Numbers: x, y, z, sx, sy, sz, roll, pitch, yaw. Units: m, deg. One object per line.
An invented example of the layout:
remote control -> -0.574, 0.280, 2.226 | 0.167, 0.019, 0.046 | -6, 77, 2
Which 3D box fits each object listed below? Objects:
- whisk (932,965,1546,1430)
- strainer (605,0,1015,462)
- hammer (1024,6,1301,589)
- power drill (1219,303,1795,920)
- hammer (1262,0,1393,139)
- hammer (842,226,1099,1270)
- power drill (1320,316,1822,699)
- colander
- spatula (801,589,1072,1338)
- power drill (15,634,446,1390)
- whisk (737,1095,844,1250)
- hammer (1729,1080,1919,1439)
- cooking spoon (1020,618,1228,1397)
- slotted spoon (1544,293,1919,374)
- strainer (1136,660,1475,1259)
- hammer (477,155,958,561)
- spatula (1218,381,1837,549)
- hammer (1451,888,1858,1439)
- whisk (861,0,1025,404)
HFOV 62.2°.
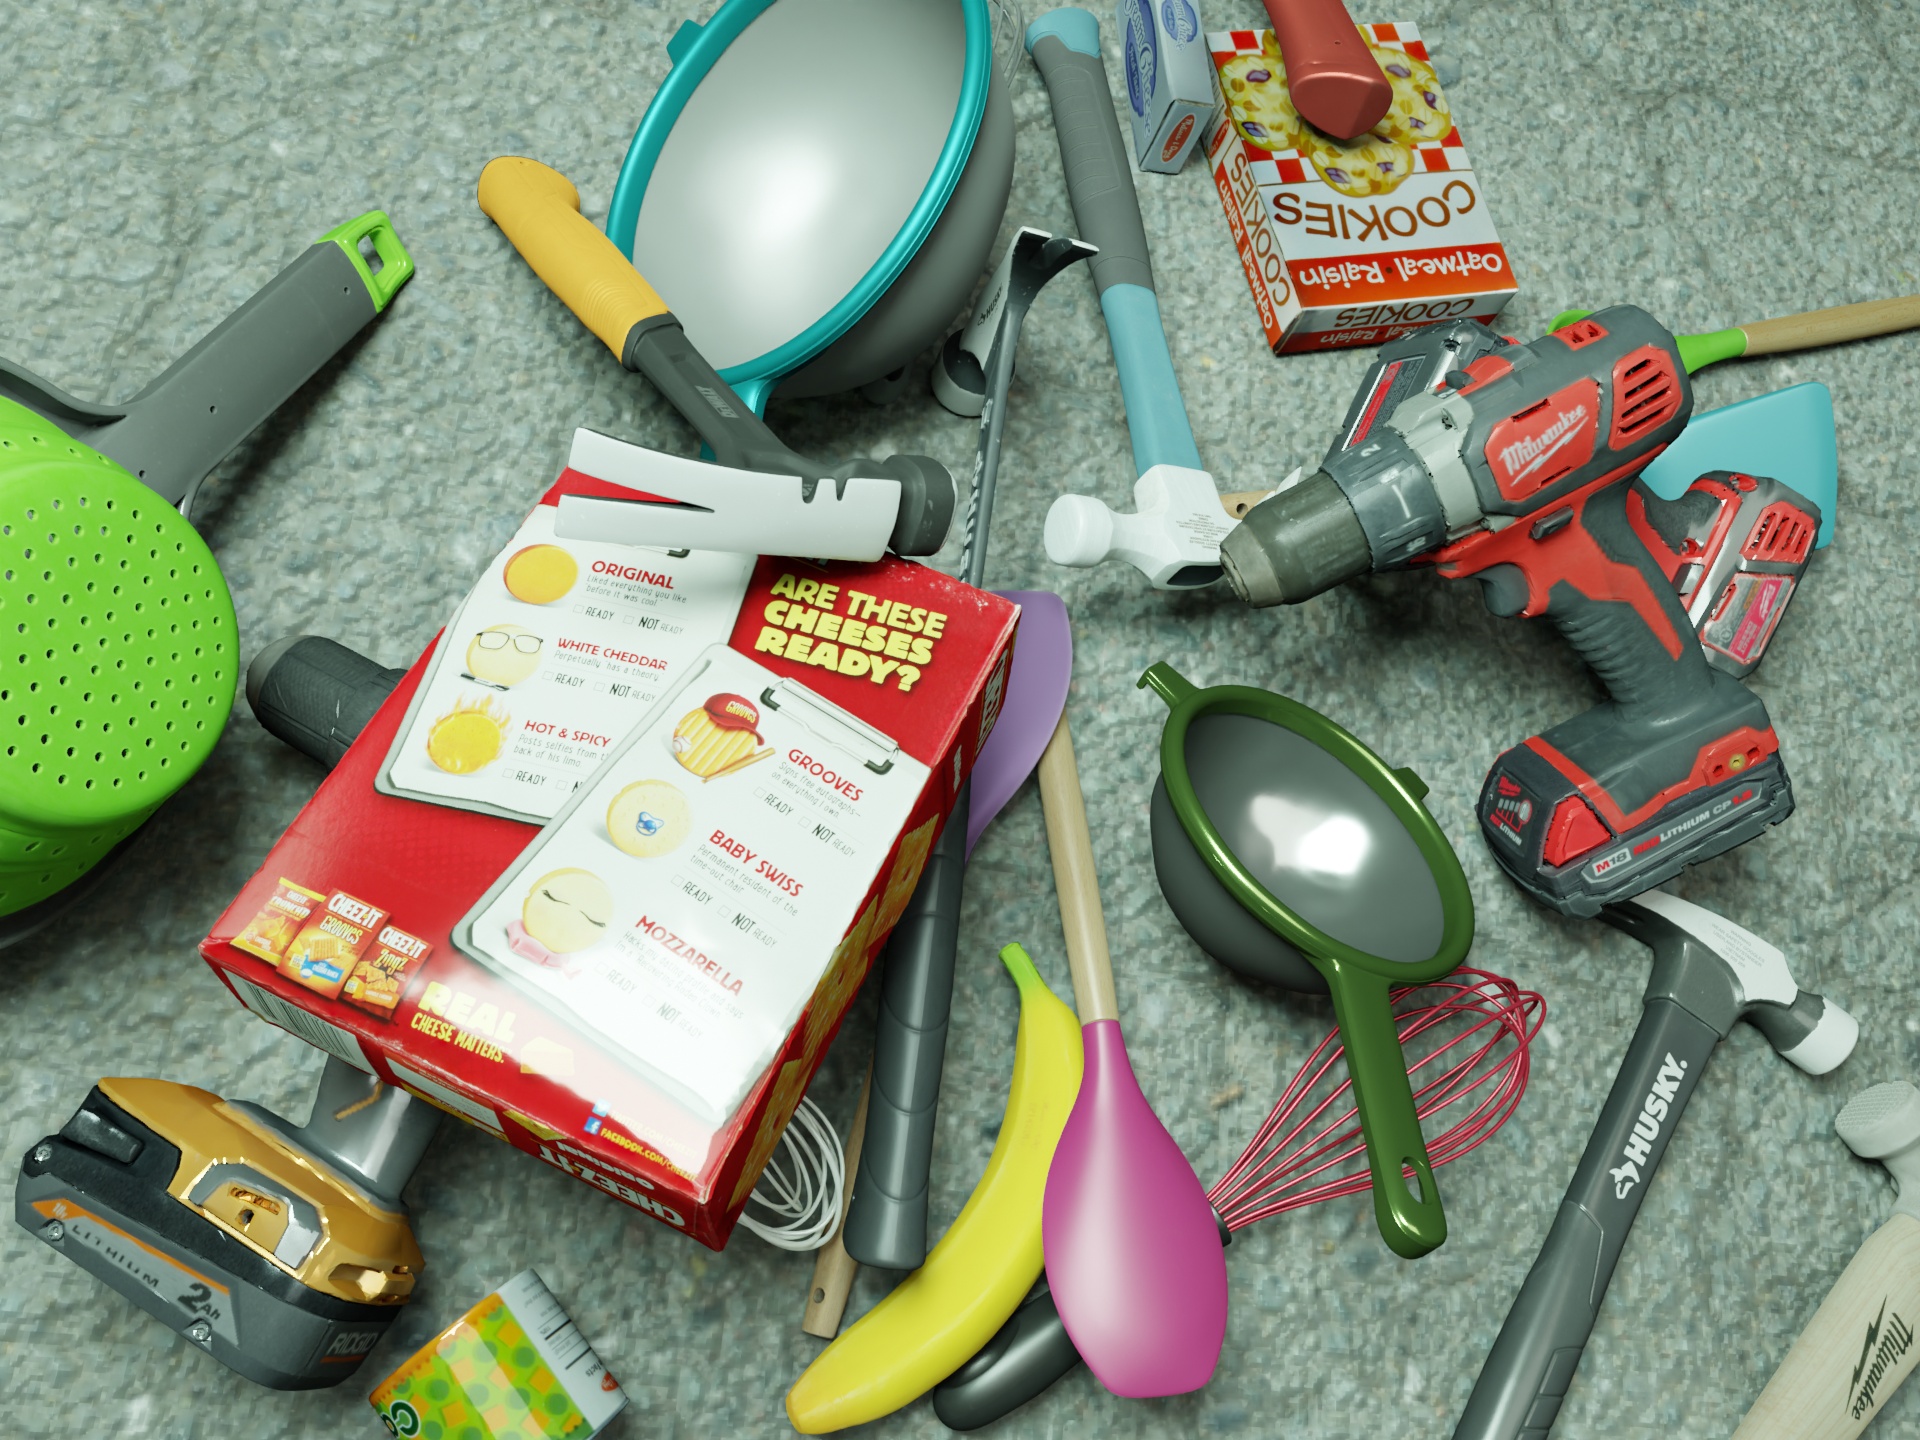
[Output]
whisk -> 0.114, 0.184, 0.624 | 0.296, 0.073, 0.073 | -30, 80, -15
strainer -> -0.059, -0.159, 0.667 | 0.095, 0.211, 0.340 | 23, 71, -49
hammer -> 0.074, -0.207, 0.739 | 0.128, 0.033, 0.331 | 6, 61, -28
power drill -> 0.225, -0.032, 0.651 | 0.188, 0.080, 0.226 | -27, 111, 3
hammer -> 0.149, -0.449, 0.836 | 0.149, 0.036, 0.359 | -12, 65, -16
hammer -> -0.001, -0.002, 0.617 | 0.036, 0.149, 0.409 | 11, 71, -12
power drill -> 0.274, -0.077, 0.725 | 0.219, 0.078, 0.143 | 25, 92, -13
colander -> -0.275, -0.077, 0.550 | 0.094, 0.204, 0.397 | -1, 42, 24
spatula -> -0.011, 0.086, 0.644 | 0.060, 0.018, 0.316 | 5, 68, 30
power drill -> -0.220, 0.086, 0.556 | 0.185, 0.084, 0.226 | 28, 72, 11
whisk -> -0.126, 0.098, 0.609 | 0.246, 0.059, 0.058 | 51, 32, 12
hammer -> 0.306, 0.329, 0.627 | 0.410, 0.038, 0.146 | -37, 84, -21
cooking spoon -> 0.051, 0.096, 0.629 | 0.068, 0.017, 0.319 | 0, 60, -13
slotted spoon -> 0.432, -0.202, 0.845 | 0.313, 0.031, 0.070 | -13, 75, -18
strainer -> 0.133, 0.097, 0.617 | 0.151, 0.069, 0.257 | 21, 39, -21
hammer -> -0.131, -0.150, 0.595 | 0.127, 0.034, 0.337 | -1, 33, -33
spatula -> 0.272, -0.112, 0.768 | 0.317, 0.044, 0.082 | -6, 96, -13
hammer -> 0.250, 0.217, 0.653 | 0.146, 0.035, 0.335 | 35, 68, 0
whisk -> -0.012, -0.255, 0.757 | 0.055, 0.055, 0.239 | 15, 73, -7
